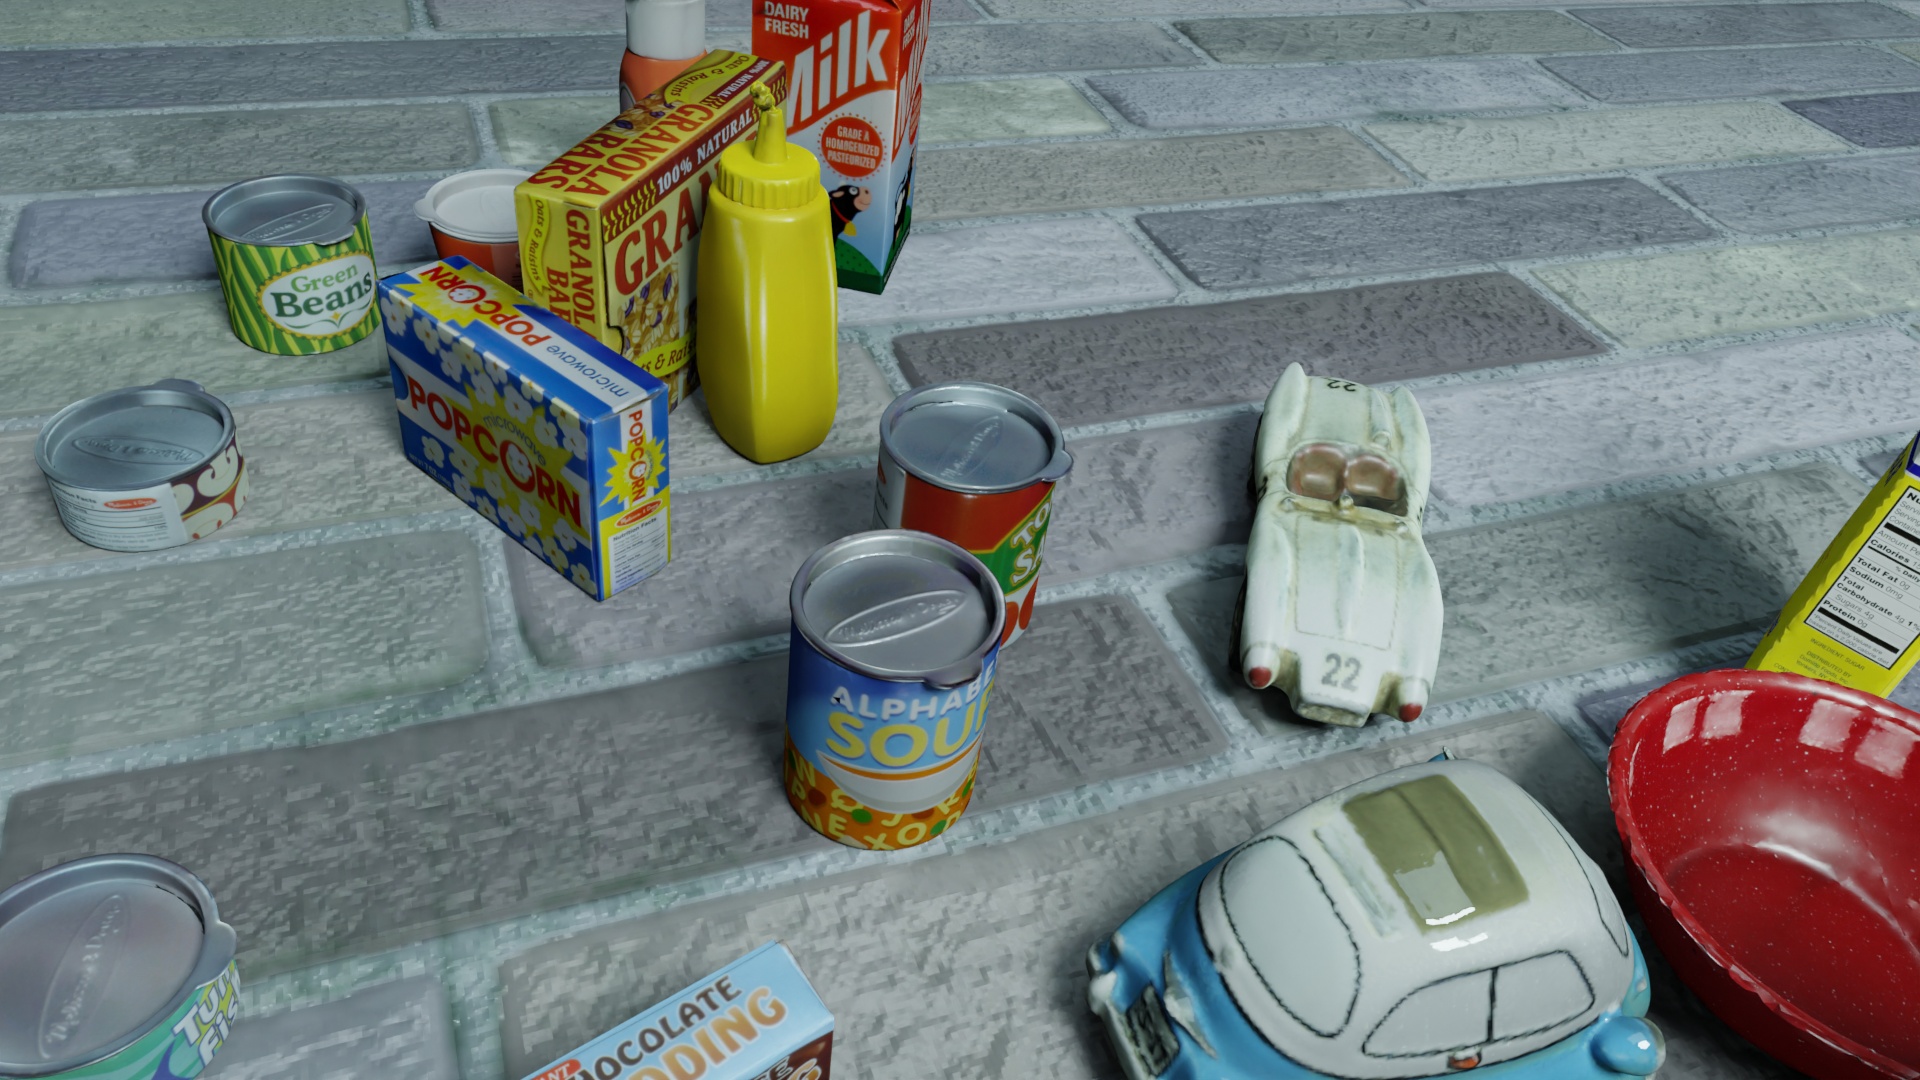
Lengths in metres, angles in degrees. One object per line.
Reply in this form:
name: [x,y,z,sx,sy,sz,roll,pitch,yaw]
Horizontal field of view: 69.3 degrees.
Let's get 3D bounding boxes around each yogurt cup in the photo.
yogurt cup: [-0.217,-0.138,0.661,0.072,0.053,0.073,5,40,-4]

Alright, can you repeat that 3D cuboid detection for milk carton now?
milk carton: [-0.059,-0.226,0.687,0.073,0.189,0.073,12,40,4]

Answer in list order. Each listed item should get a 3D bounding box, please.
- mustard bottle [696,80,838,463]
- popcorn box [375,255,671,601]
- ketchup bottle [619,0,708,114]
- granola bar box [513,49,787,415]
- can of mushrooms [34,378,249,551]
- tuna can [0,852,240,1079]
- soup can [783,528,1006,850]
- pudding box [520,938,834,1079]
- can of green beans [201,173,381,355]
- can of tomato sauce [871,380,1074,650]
mustard bottle: [-0.078,-0.109,0.568,0.049,0.159,0.065,-21,47,-30]
popcorn box: [-0.166,-0.045,0.534,0.127,0.084,0.038,32,45,26]
ketchup bottle: [-0.143,-0.207,0.682,0.044,0.148,0.065,-18,46,-28]
granola bar box: [-0.128,-0.127,0.608,0.039,0.123,0.166,17,40,10]
can of mushrooms: [-0.310,-0.029,0.531,0.071,0.033,0.071,5,40,-4]
tuna can: [-0.227,0.119,0.368,0.071,0.032,0.071,5,40,-4]
soup can: [-0.022,0.051,0.446,0.071,0.083,0.072,5,40,-4]
pudding box: [-0.074,0.143,0.353,0.084,0.049,0.030,-22,48,-31]
can of green beans: [-0.300,-0.125,0.628,0.071,0.057,0.071,5,40,-4]
can of tomato sauce: [0.002,-0.007,0.519,0.071,0.082,0.071,5,40,-4]
